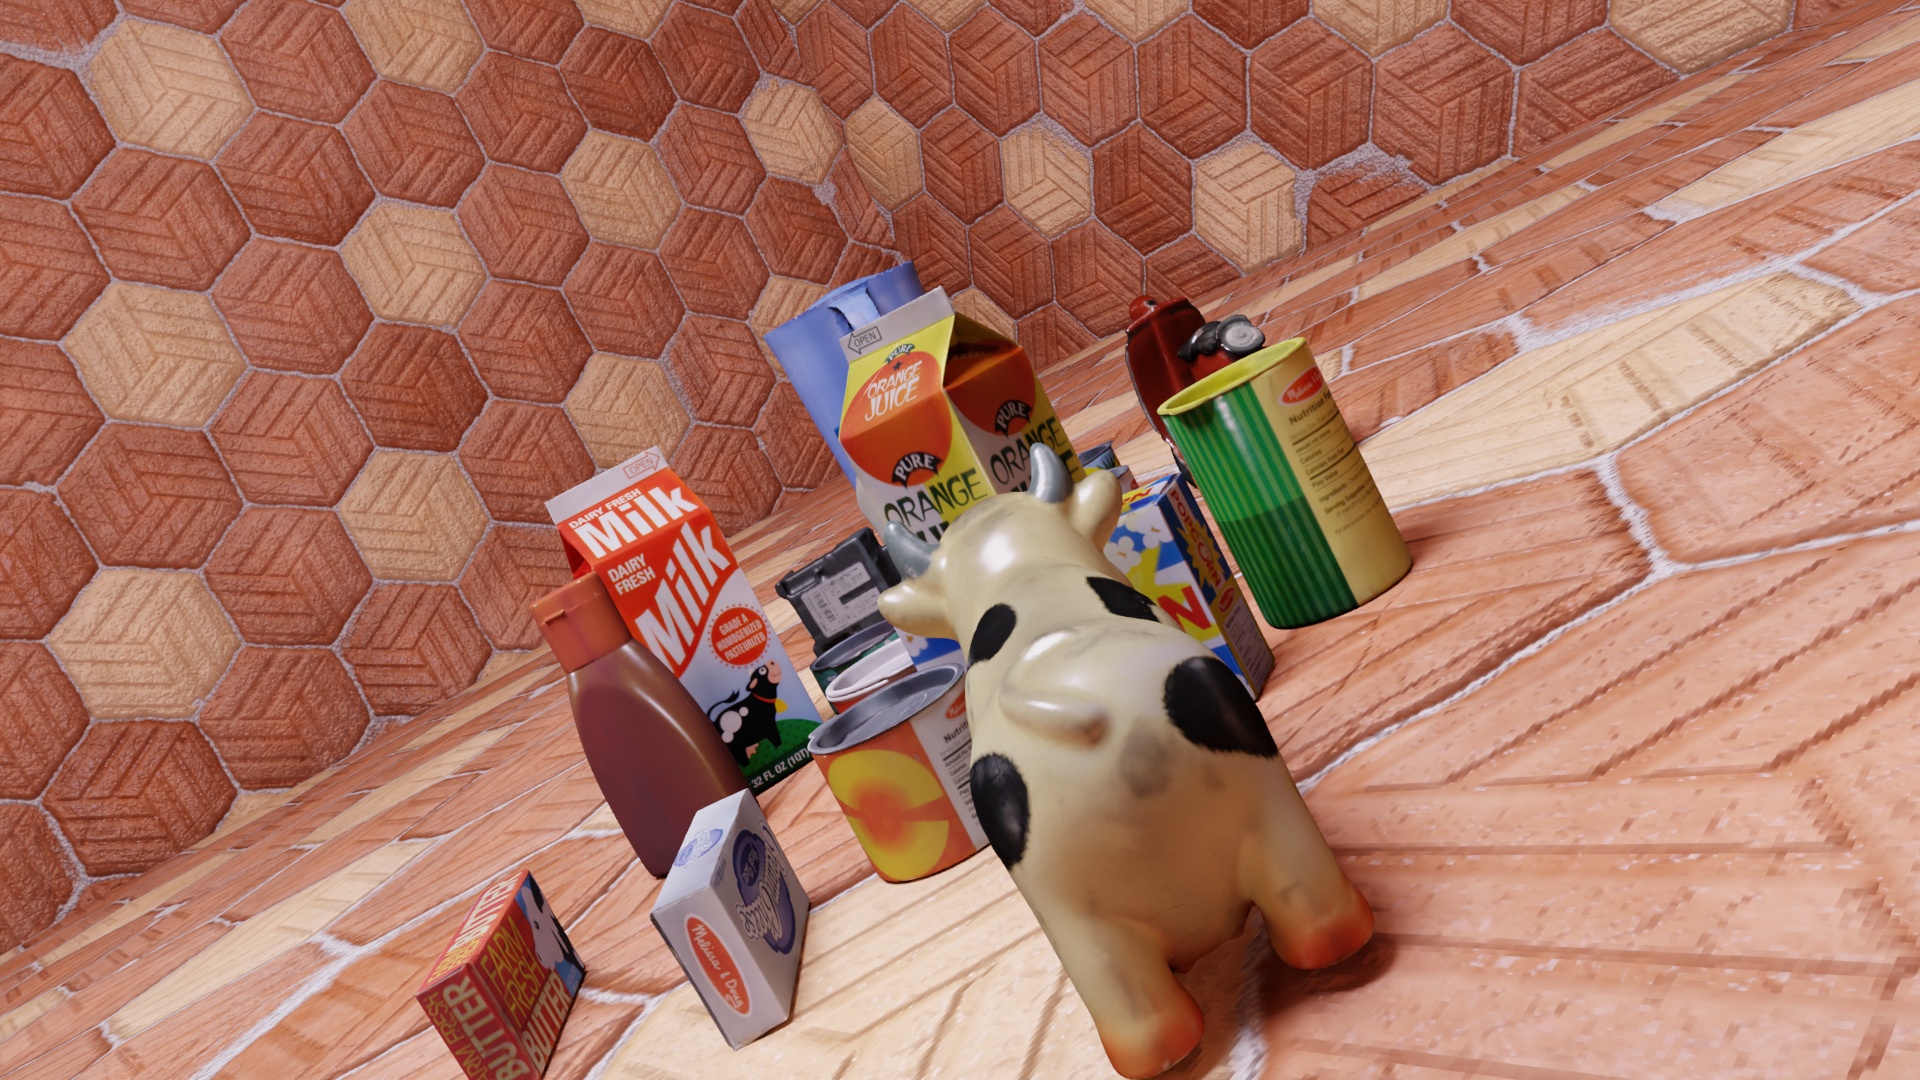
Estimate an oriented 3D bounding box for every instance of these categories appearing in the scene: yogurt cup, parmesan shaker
[{"bbox_3d":[-0.020,0.076,0.636,0.072,0.054,0.072,-27,8,4],"label":"yogurt cup"},{"bbox_3d":[0.132,-0.022,0.573,0.071,0.103,0.071,-27,7,4],"label":"parmesan shaker"}]

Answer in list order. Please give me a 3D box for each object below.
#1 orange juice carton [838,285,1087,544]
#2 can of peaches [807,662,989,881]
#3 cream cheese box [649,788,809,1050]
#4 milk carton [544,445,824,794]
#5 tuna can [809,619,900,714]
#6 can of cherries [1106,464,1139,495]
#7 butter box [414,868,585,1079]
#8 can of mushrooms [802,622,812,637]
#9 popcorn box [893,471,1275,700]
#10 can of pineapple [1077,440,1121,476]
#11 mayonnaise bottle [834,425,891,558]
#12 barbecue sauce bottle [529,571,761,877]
[{"bbox_3d":[0.010,-0.024,0.668,0.071,0.192,0.073,-22,9,40],"label":"orange juice carton"},{"bbox_3d":[-0.017,0.088,0.529,0.071,0.058,0.071,-27,7,4],"label":"can of peaches"},{"bbox_3d":[-0.078,0.129,0.488,0.024,0.053,0.104,-28,8,1],"label":"cream cheese box"},{"bbox_3d":[-0.152,0.047,0.767,0.072,0.190,0.073,-31,8,-23],"label":"milk carton"},{"bbox_3d":[-0.055,0.076,0.836,0.071,0.033,0.071,-27,8,4],"label":"tuna can"},{"bbox_3d":[0.077,-0.002,0.798,0.071,0.058,0.071,-27,7,4],"label":"can of cherries"},{"bbox_3d":[-0.178,0.172,0.546,0.024,0.053,0.103,-28,8,-2],"label":"butter box"},{"bbox_3d":[-0.105,0.052,1.161,0.071,0.033,0.071,-27,8,4],"label":"can of mushrooms"},{"bbox_3d":[0.045,0.038,0.544,0.126,0.085,0.038,-24,8,27],"label":"popcorn box"},{"bbox_3d":[0.085,-0.026,0.929,0.071,0.058,0.071,-27,7,4],"label":"can of pineapple"},{"bbox_3d":[-0.044,-0.027,1.041,0.064,0.148,0.041,-26,7,11],"label":"mayonnaise bottle"},{"bbox_3d":[-0.158,0.088,0.678,0.065,0.148,0.044,-26,8,16],"label":"barbecue sauce bottle"}]
